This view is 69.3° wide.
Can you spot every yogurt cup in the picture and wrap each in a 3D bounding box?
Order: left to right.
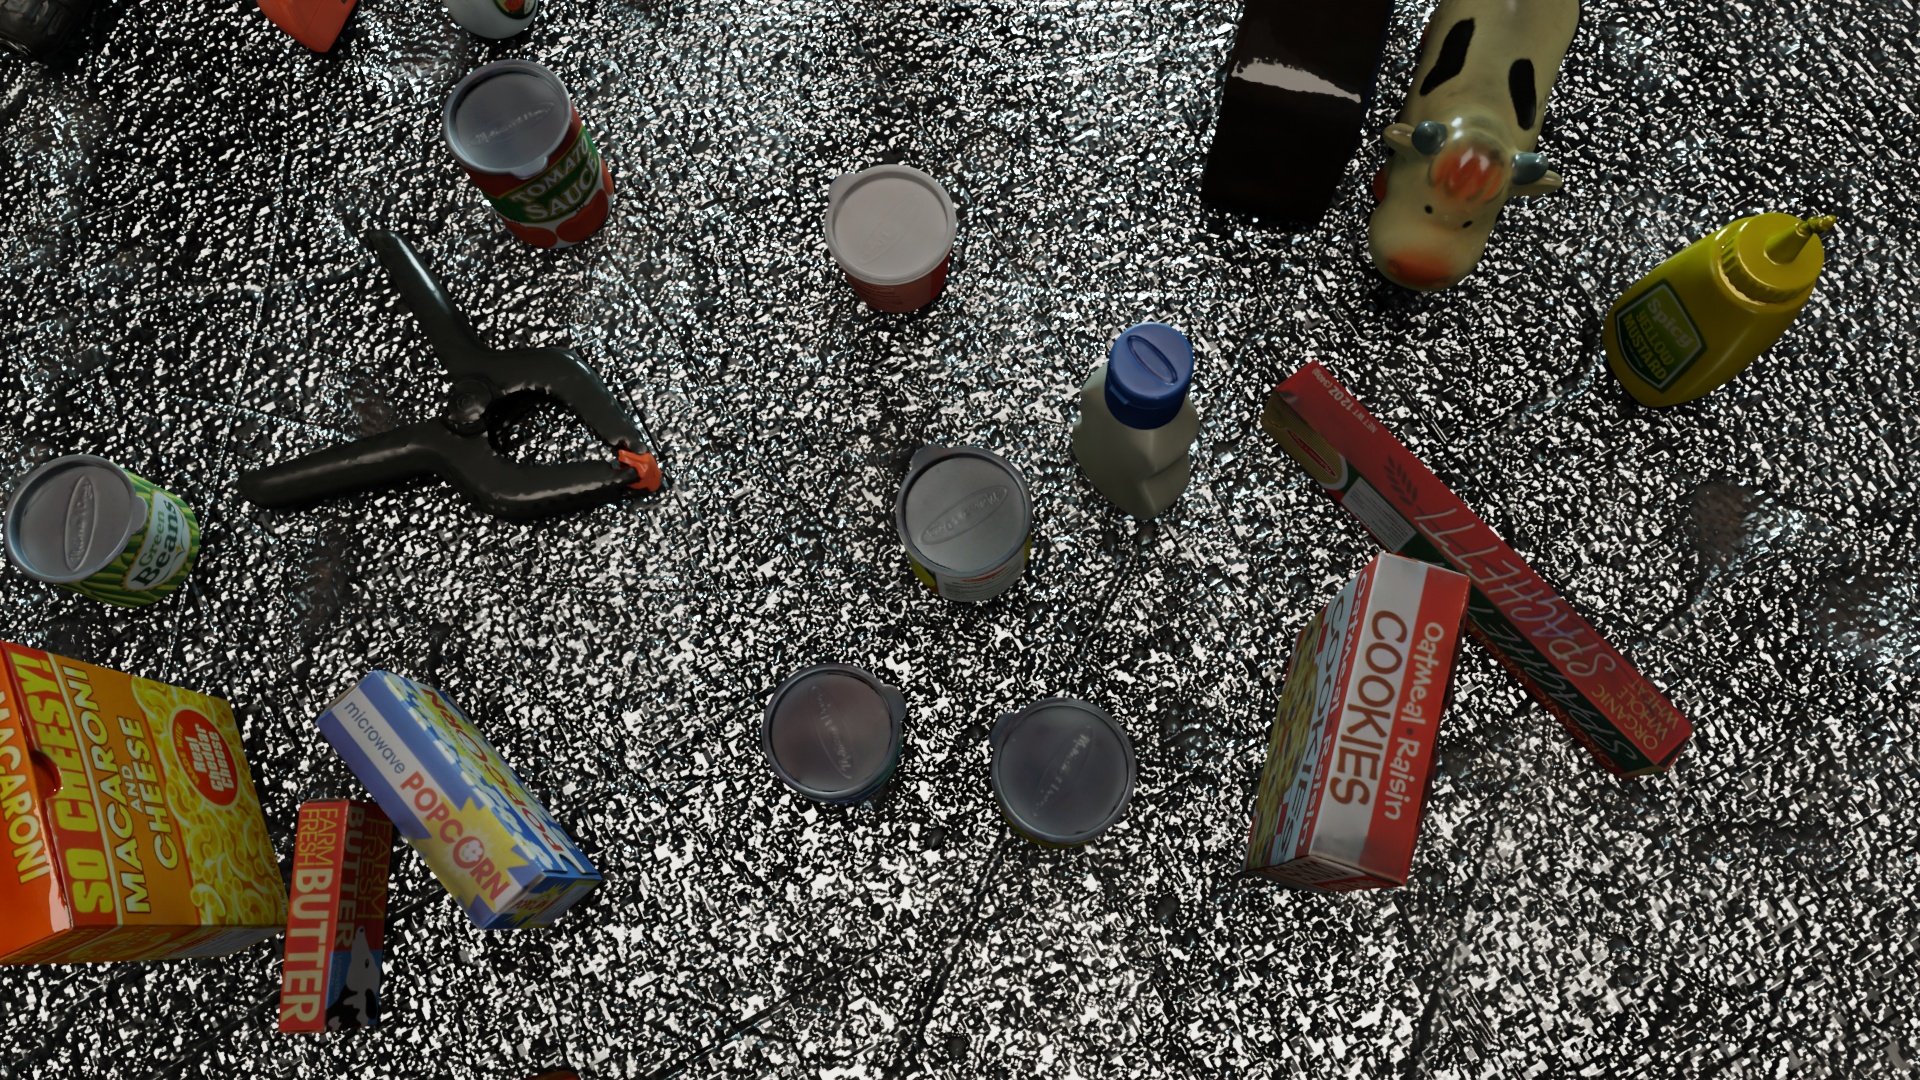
[{"bbox_3d":[-0.035,-0.156,0.735,0.072,0.054,0.072,-1,74,2],"label":"yogurt cup"}]

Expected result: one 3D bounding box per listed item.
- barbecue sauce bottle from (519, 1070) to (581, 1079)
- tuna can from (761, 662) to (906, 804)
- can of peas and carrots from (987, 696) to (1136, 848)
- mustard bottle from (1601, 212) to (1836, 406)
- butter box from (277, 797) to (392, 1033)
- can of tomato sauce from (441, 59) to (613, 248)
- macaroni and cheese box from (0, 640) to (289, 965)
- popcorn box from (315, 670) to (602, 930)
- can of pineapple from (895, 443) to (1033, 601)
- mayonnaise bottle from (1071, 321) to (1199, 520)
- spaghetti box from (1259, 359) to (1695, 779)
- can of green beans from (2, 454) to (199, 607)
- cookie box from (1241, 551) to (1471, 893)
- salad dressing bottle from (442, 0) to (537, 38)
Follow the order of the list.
[{"bbox_3d":[-0.187,0.259,0.573,0.044,0.148,0.065,-22,75,-4],"label":"barbecue sauce bottle"},{"bbox_3d":[-0.059,0.093,0.676,0.071,0.032,0.071,-1,74,2],"label":"tuna can"},{"bbox_3d":[0.045,0.109,0.654,0.071,0.058,0.071,-1,74,2],"label":"can of peas and carrots"},{"bbox_3d":[0.359,-0.115,0.654,0.049,0.160,0.065,-24,75,-4],"label":"mustard bottle"},{"bbox_3d":[-0.291,0.175,0.650,0.024,0.053,0.104,-2,74,2],"label":"butter box"},{"bbox_3d":[-0.226,-0.202,0.740,0.071,0.083,0.071,-1,74,2],"label":"can of tomato sauce"},{"bbox_3d":[-0.367,0.119,0.610,0.040,0.166,0.124,-24,75,-4],"label":"macaroni and cheese box"},{"bbox_3d":[-0.231,0.122,0.646,0.038,0.085,0.127,-42,77,-9],"label":"popcorn box"},{"bbox_3d":[0.002,-0.009,0.690,0.071,0.057,0.071,-1,74,2],"label":"can of pineapple"},{"bbox_3d":[0.084,-0.056,0.653,0.041,0.147,0.065,-41,77,-8],"label":"mayonnaise bottle"},{"bbox_3d":[0.246,0.013,0.679,0.029,0.050,0.250,-40,77,-9],"label":"spaghetti box"},{"bbox_3d":[-0.433,-0.003,0.703,0.071,0.057,0.071,-1,74,2],"label":"can of green beans"},{"bbox_3d":[0.166,0.086,0.600,0.040,0.167,0.123,15,76,6],"label":"cookie box"},{"bbox_3d":[-0.272,-0.332,0.745,0.044,0.147,0.064,3,75,3],"label":"salad dressing bottle"}]
